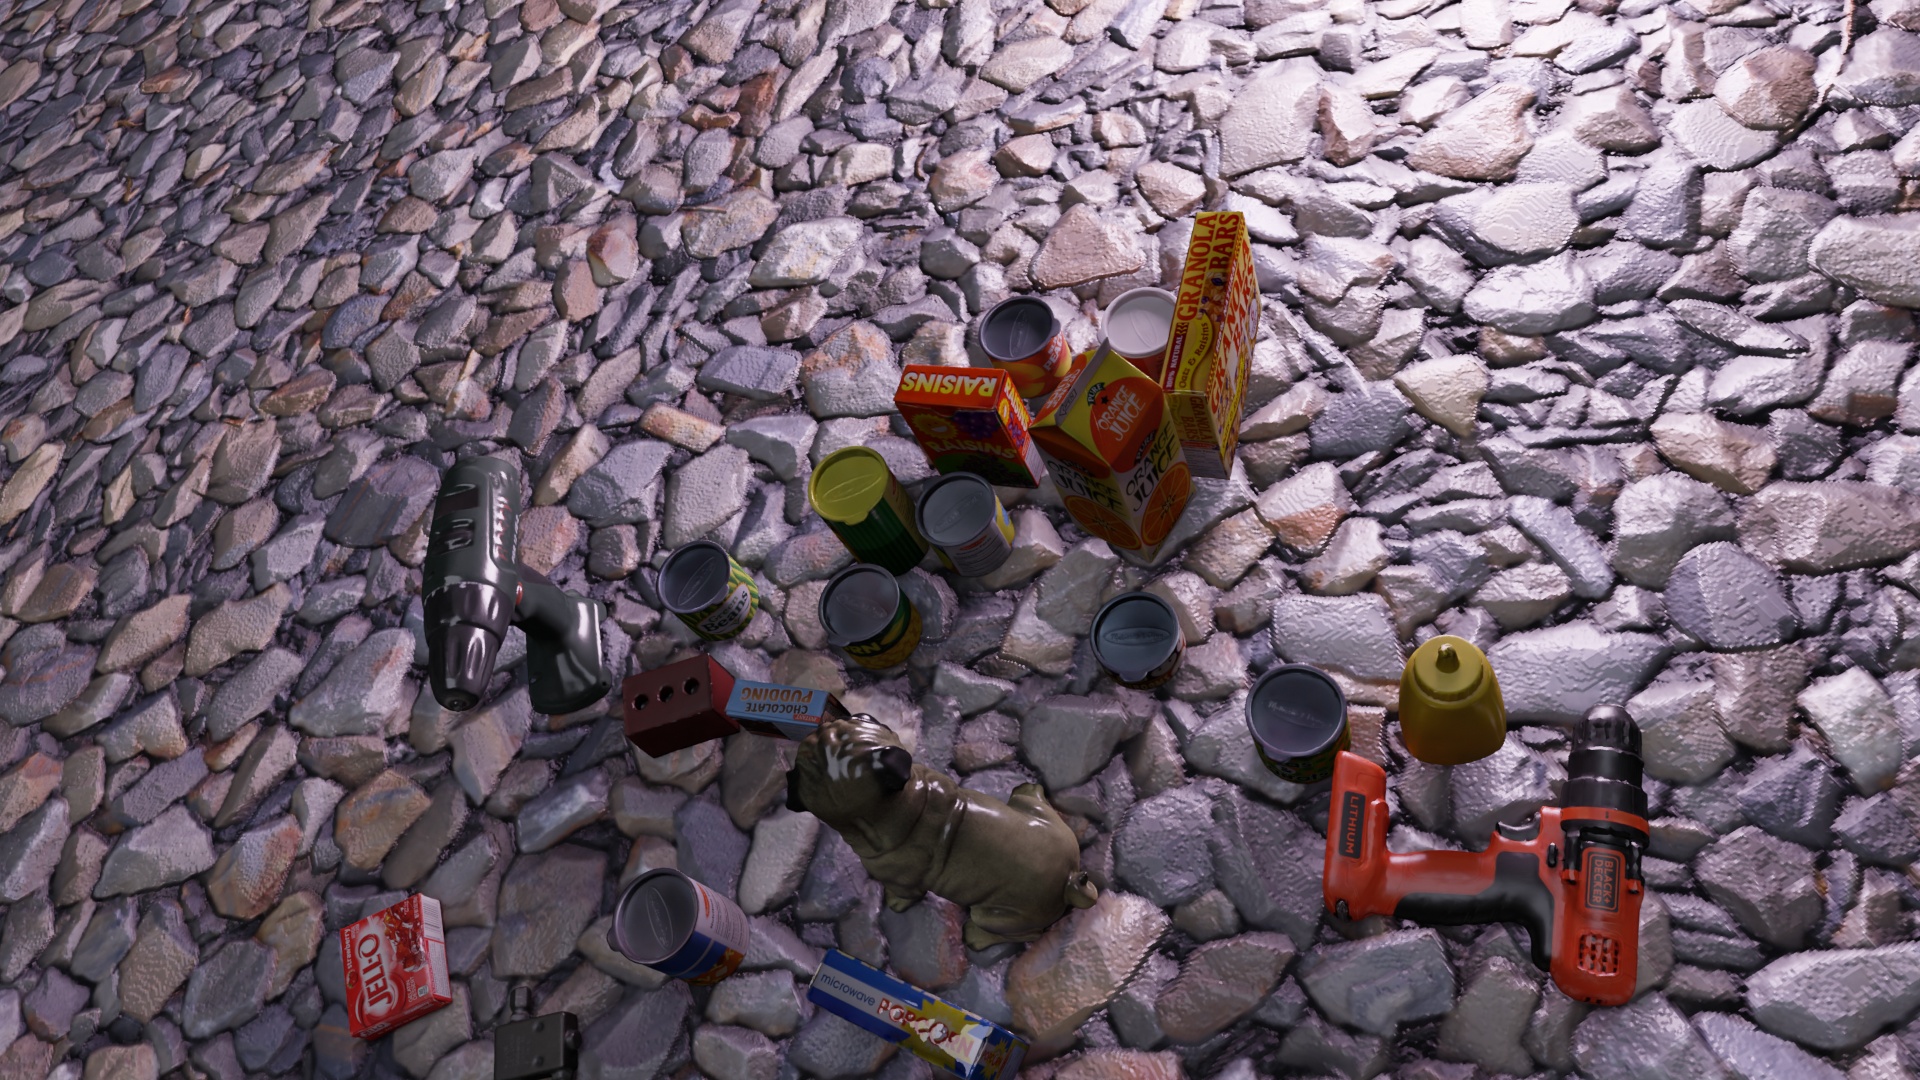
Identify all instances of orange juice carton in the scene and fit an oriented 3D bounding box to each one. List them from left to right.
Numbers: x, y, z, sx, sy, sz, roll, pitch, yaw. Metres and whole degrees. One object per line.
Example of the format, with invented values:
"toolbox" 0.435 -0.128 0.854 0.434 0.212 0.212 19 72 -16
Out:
"orange juice carton" 0.109 -0.067 1.007 0.073 0.192 0.072 27 74 30

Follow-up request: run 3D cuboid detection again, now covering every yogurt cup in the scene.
"yogurt cup" 0.152 -0.163 1.128 0.072 0.053 0.073 -9 60 15

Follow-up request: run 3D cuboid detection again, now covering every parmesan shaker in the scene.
"parmesan shaker" -0.070 -0.018 1.096 0.071 0.102 0.071 -9 60 15

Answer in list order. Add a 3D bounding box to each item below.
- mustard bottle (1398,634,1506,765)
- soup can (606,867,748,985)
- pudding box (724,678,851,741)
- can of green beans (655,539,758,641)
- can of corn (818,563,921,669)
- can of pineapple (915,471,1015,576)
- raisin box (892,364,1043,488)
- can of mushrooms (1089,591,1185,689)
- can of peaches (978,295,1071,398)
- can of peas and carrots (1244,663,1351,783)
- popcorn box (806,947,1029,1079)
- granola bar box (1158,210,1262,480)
"mustard bottle" 0.306 0.095 0.866 0.065 0.159 0.049 -10 60 15
"soup can" -0.200 0.277 0.989 0.071 0.083 0.071 -9 60 15
"pudding box" -0.132 0.133 1.066 0.084 0.049 0.030 5 64 22
"can of green beans" -0.206 0.042 1.138 0.071 0.057 0.071 -9 60 15
"can of corn" -0.070 0.062 1.078 0.071 0.058 0.071 -9 60 15
"can of pineapple" 0.004 -0.014 1.095 0.071 0.057 0.071 -9 60 15
"raisin box" 0.009 -0.089 1.095 0.086 0.123 0.040 7 65 23
"can of mushrooms" 0.130 0.076 1.015 0.071 0.033 0.071 -9 60 15
"can of peaches" 0.057 -0.161 1.158 0.071 0.058 0.071 -9 60 15
"can of peas and carrots" 0.228 0.126 0.936 0.071 0.058 0.071 -9 60 15
"popcorn box" -0.028 0.314 0.906 0.127 0.085 0.038 17 69 27
"granola bar box" 0.193 -0.148 1.063 0.039 0.123 0.166 5 64 22
